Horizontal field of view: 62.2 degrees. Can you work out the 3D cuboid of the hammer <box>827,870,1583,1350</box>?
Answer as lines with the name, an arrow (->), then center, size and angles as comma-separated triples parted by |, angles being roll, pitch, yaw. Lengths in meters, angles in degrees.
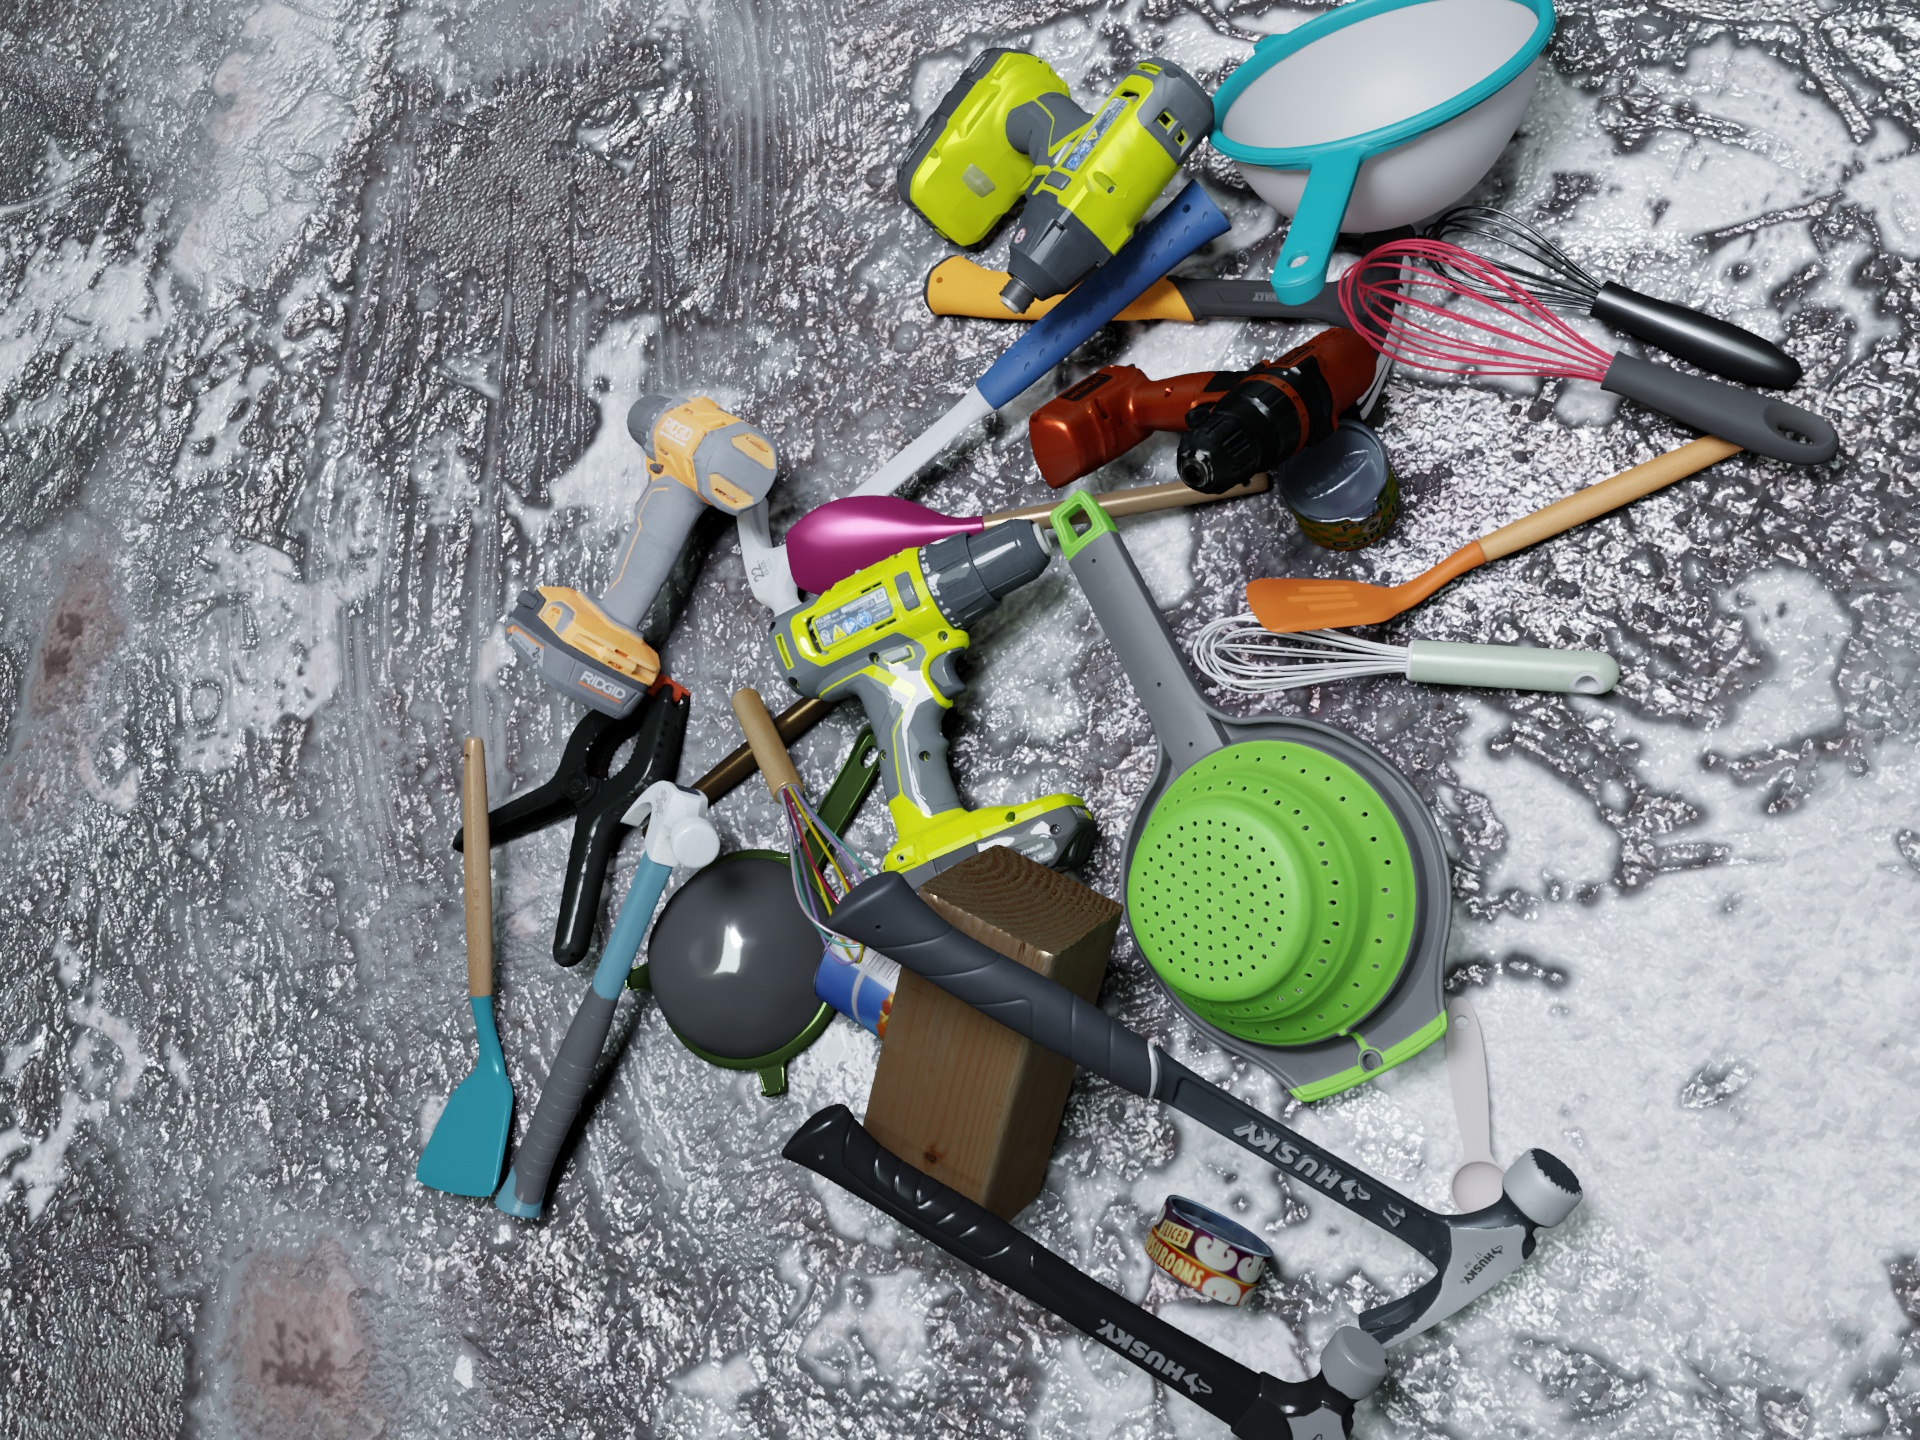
hammer -> 0.113, 0.196, 0.832 | 0.409, 0.036, 0.149 | 31, 112, -6

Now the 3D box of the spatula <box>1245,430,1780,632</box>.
spatula -> 0.329, -0.118, 0.941 | 0.322, 0.041, 0.081 | -24, 24, 12

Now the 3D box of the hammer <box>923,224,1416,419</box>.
hammer -> 0.127, -0.278, 1.074 | 0.337, 0.034, 0.127 | 9, 79, 24

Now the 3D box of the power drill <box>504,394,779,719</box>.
power drill -> -0.236, -0.133, 1.149 | 0.226, 0.084, 0.185 | -58, 39, 2

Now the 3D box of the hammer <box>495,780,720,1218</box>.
hammer -> -0.241, 0.191, 1.058 | 0.331, 0.033, 0.128 | -66, 25, 12

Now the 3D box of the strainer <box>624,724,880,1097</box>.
strainer -> -0.127, 0.110, 1.058 | 0.152, 0.069, 0.256 | 31, 91, 26

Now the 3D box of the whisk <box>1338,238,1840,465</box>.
whisk -> 0.359, -0.212, 0.925 | 0.296, 0.073, 0.073 | 27, 88, 19

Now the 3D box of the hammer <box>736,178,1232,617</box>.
hammer -> 0.006, -0.216, 1.076 | 0.405, 0.035, 0.144 | -38, 58, 16

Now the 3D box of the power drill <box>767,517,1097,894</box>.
power drill -> -0.002, -0.003, 1.009 | 0.190, 0.080, 0.229 | -24, 78, 15

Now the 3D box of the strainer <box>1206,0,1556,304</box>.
strainer -> 0.245, -0.323, 0.953 | 0.211, 0.095, 0.341 | -2, 46, 31

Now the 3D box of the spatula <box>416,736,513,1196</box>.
spatula -> -0.348, 0.171, 1.126 | 0.082, 0.044, 0.317 | -1, 91, 33

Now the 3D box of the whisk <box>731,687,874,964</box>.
whisk -> -0.102, 0.059, 1.026 | 0.051, 0.047, 0.245 | -32, 48, 1

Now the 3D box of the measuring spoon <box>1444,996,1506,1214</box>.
measuring spoon -> 0.287, 0.217, 0.891 | 0.034, 0.018, 0.124 | -8, 67, 20

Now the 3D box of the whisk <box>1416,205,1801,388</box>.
whisk -> 0.385, -0.252, 0.956 | 0.239, 0.055, 0.055 | 31, 89, 21

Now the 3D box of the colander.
colander -> 0.129, 0.029, 0.923 | 0.204, 0.094, 0.397 | -37, 68, 30

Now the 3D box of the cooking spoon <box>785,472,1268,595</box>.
cooking spoon -> 0.041, -0.131, 1.041 | 0.319, 0.017, 0.068 | -9, 100, 6

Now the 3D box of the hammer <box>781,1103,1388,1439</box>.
hammer -> 0.050, 0.313, 0.872 | 0.335, 0.035, 0.146 | 29, 112, 6

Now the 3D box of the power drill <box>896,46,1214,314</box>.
power drill -> 0.049, -0.360, 1.049 | 0.171, 0.080, 0.223 | -51, 36, 6

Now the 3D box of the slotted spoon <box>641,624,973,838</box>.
slotted spoon -> -0.103, -0.012, 1.105 | 0.313, 0.031, 0.070 | -38, 65, 12

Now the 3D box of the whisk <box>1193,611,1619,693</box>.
whisk -> 0.261, -0.037, 0.950 | 0.246, 0.057, 0.059 | 5, 47, 19
